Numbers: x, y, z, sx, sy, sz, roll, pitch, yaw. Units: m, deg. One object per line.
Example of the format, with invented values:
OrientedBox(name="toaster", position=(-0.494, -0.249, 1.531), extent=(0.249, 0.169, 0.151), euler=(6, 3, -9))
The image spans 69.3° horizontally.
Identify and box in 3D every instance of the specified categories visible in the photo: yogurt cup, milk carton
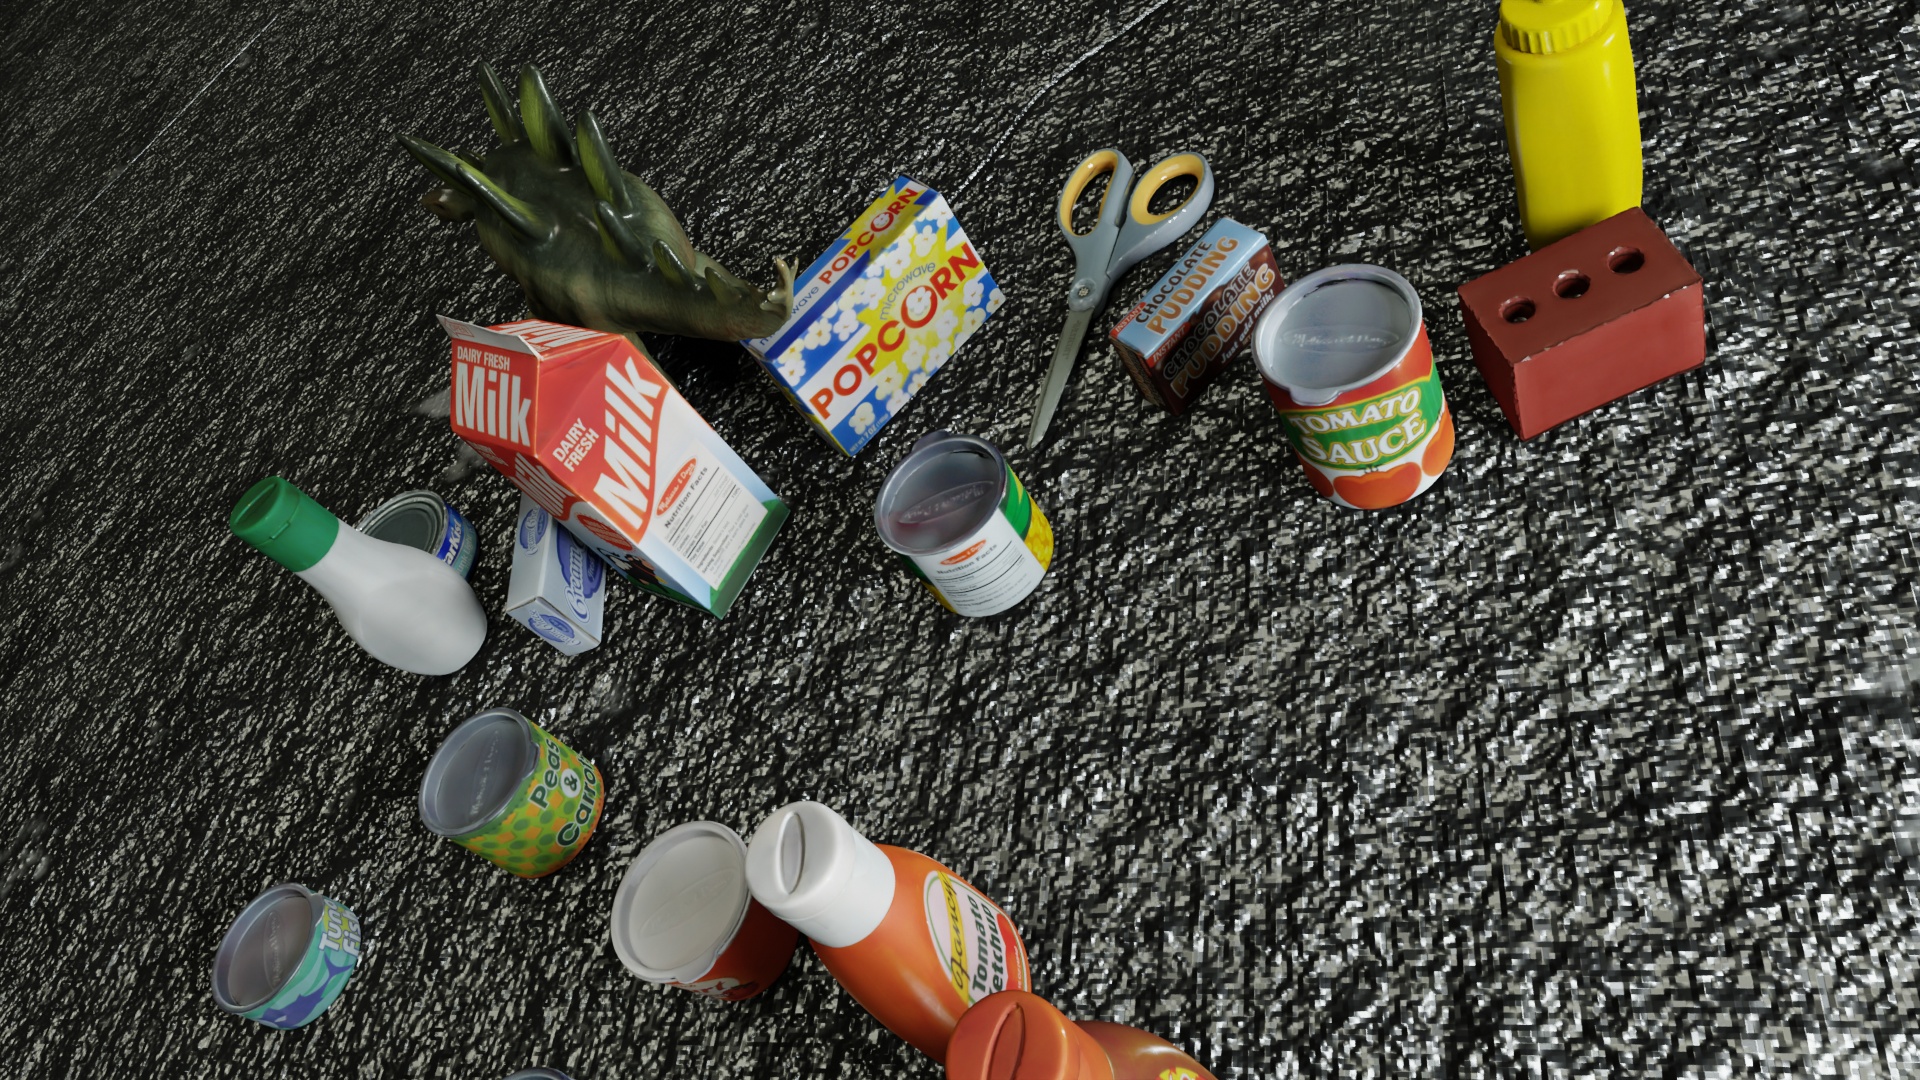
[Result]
OrientedBox(name="yogurt cup", position=(-0.104, 0.160, 0.587), extent=(0.072, 0.053, 0.073), euler=(-16, 51, 20))
OrientedBox(name="milk carton", position=(-0.174, -0.045, 0.685), extent=(0.072, 0.190, 0.074), euler=(15, 66, 37))

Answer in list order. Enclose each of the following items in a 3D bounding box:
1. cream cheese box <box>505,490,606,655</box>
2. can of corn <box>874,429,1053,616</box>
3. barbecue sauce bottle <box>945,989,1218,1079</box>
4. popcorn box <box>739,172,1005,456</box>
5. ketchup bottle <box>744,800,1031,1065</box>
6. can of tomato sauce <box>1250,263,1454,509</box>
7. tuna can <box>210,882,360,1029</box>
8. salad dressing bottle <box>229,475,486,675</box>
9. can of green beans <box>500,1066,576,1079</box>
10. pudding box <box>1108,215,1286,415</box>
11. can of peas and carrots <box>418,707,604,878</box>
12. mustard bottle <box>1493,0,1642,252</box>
OrientedBox(name="cream cheese box", position=(-0.220, 0.007, 0.767), extent=(0.024, 0.053, 0.104), euler=(-21, 49, 16))
OrientedBox(name="can of corn", position=(0.002, -0.008, 0.646), extent=(0.071, 0.058, 0.071), euler=(-16, 51, 20))
OrientedBox(name="barbecue sauce bottle", position=(0.042, 0.177, 0.424), extent=(0.043, 0.148, 0.065), euler=(1, 58, 31))
OrientedBox(name="popcorn box", position=(-0.045, -0.118, 0.736), extent=(0.127, 0.085, 0.038), euler=(-47, 47, -8))
OrientedBox(name="ketchup bottle", position=(-0.023, 0.138, 0.491), extent=(0.043, 0.148, 0.065), euler=(-19, 50, 17))
OrientedBox(name="can of tomato sauce", position=(0.164, -0.060, 0.574), extent=(0.071, 0.083, 0.071), euler=(-16, 51, 20))
OrientedBox(name="tuna can", position=(-0.338, 0.208, 0.701), extent=(0.071, 0.032, 0.071), euler=(-15, 51, 20))
OrientedBox(name="salad dressing bottle", position=(-0.323, 0.020, 0.753), extent=(0.064, 0.147, 0.044), euler=(-46, 47, -7))
OrientedBox(name="can of green beans", position=(-0.157, 0.249, 0.549), extent=(0.071, 0.057, 0.071), euler=(-16, 51, 20))
OrientedBox(name="pudding box", position=(0.114, -0.107, 0.660), extent=(0.084, 0.049, 0.030), euler=(-45, 47, -7))
OrientedBox(name="can of peas and carrots", position=(-0.215, 0.123, 0.675), extent=(0.071, 0.058, 0.071), euler=(-16, 51, 20))
OrientedBox(name="mustard bottle", position=(0.246, -0.183, 0.564), extent=(0.049, 0.159, 0.065), euler=(1, 58, 31))
